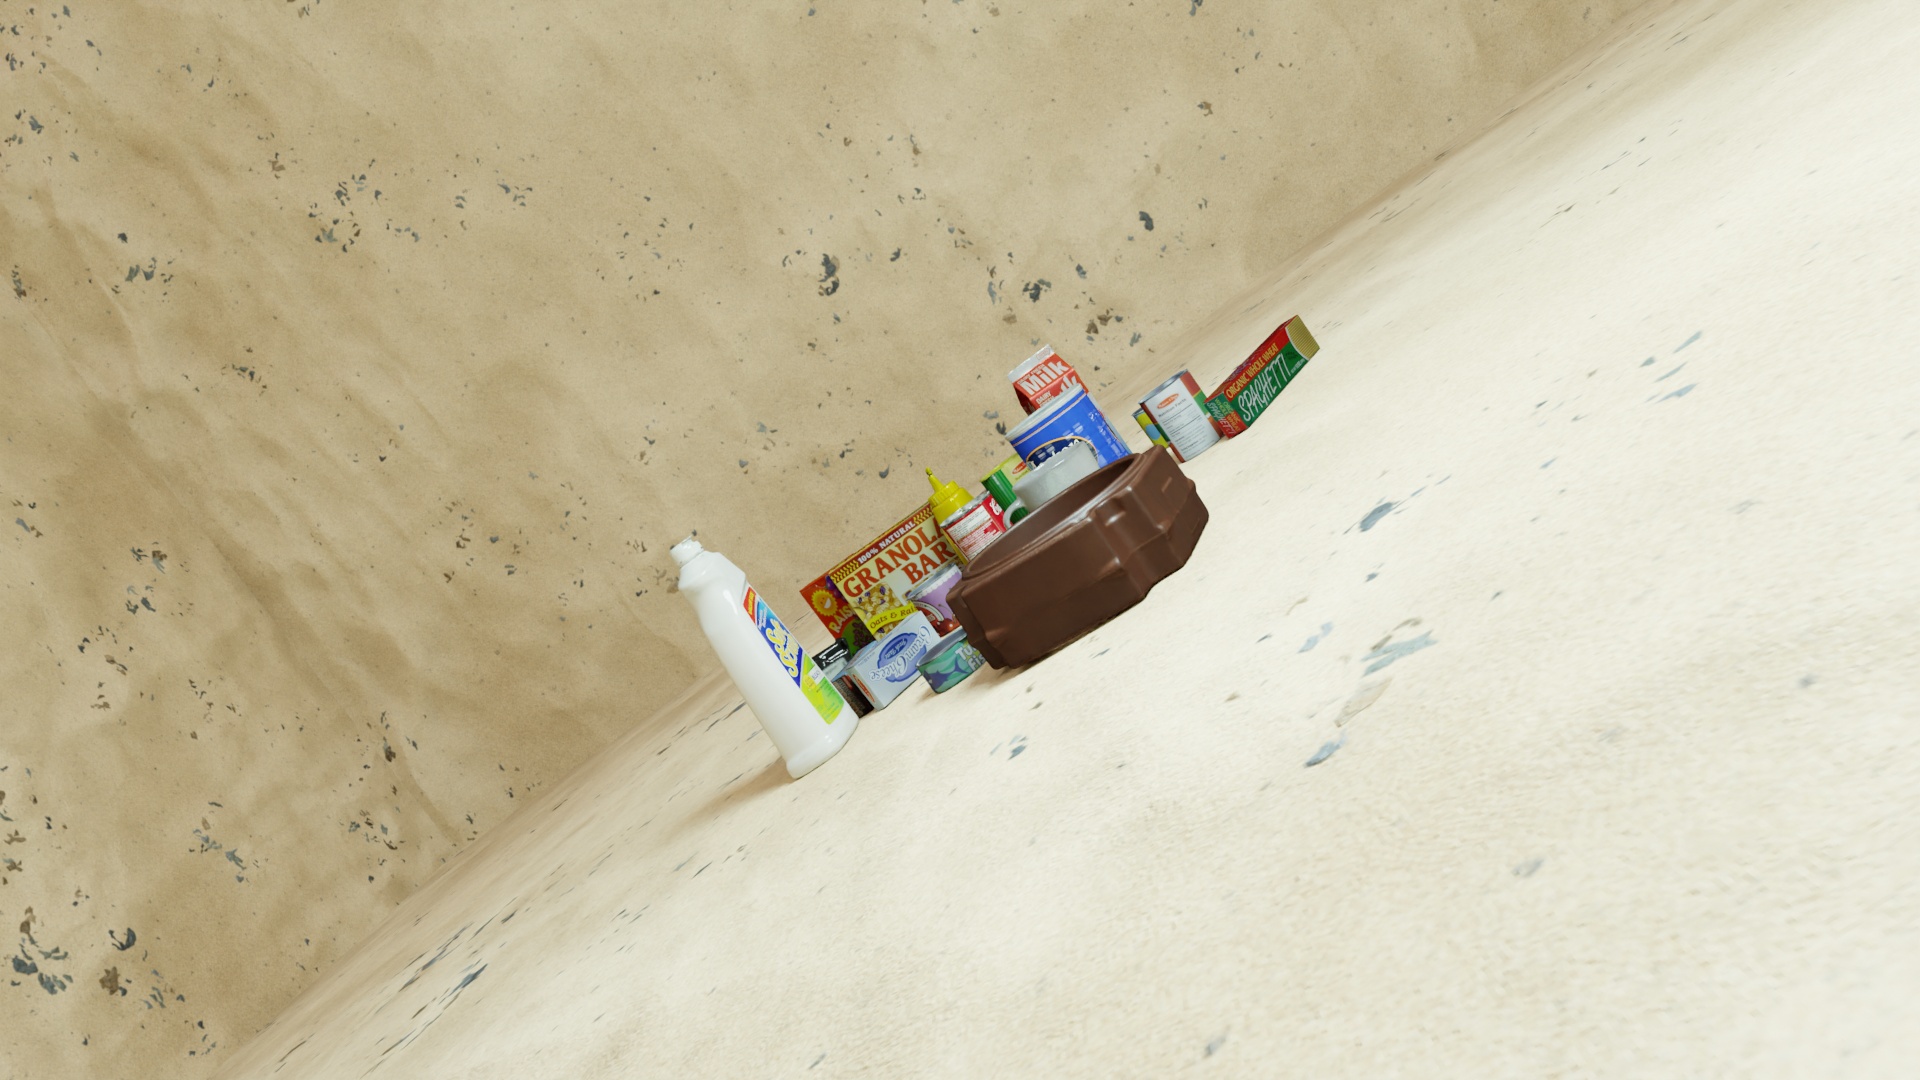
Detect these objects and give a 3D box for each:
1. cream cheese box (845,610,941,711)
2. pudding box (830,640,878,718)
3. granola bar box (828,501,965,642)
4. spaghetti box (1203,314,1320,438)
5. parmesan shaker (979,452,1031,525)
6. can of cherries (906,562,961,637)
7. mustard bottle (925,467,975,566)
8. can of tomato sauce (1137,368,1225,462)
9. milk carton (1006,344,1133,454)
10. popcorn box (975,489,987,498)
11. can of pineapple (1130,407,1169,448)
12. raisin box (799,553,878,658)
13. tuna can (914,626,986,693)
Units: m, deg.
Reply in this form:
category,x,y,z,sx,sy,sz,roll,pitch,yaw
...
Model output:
category,x,y,z,sx,sy,sz,roll,pitch,yaw
cream cheese box,-0.063,0.122,1.409,0.104,0.053,0.024,-40,6,-37
pudding box,-0.100,0.146,1.450,0.030,0.049,0.084,-34,6,29
granola bar box,-0.059,0.042,1.702,0.165,0.124,0.039,-35,5,8
spaghetti box,0.340,-0.186,1.551,0.028,0.050,0.251,-32,7,42
parmesan shaker,0.079,-0.052,1.760,0.071,0.103,0.071,-36,5,4
can of cherries,-0.018,0.069,1.560,0.071,0.058,0.071,-36,5,4
mustard bottle,0.006,-0.020,1.634,0.048,0.160,0.065,-33,6,31
can of tomato sauce,0.248,-0.138,1.540,0.071,0.083,0.071,-36,5,4
milk carton,0.141,-0.156,1.795,0.072,0.190,0.073,-37,5,-6
popcorn box,0.058,-0.033,1.817,0.038,0.085,0.127,-33,6,32
can of pineapple,0.258,-0.153,1.742,0.071,0.058,0.071,-36,5,4
raisin box,-0.135,0.089,1.775,0.086,0.123,0.040,-33,6,35
tuna can,-0.005,0.107,1.269,0.071,0.033,0.071,-36,5,4
